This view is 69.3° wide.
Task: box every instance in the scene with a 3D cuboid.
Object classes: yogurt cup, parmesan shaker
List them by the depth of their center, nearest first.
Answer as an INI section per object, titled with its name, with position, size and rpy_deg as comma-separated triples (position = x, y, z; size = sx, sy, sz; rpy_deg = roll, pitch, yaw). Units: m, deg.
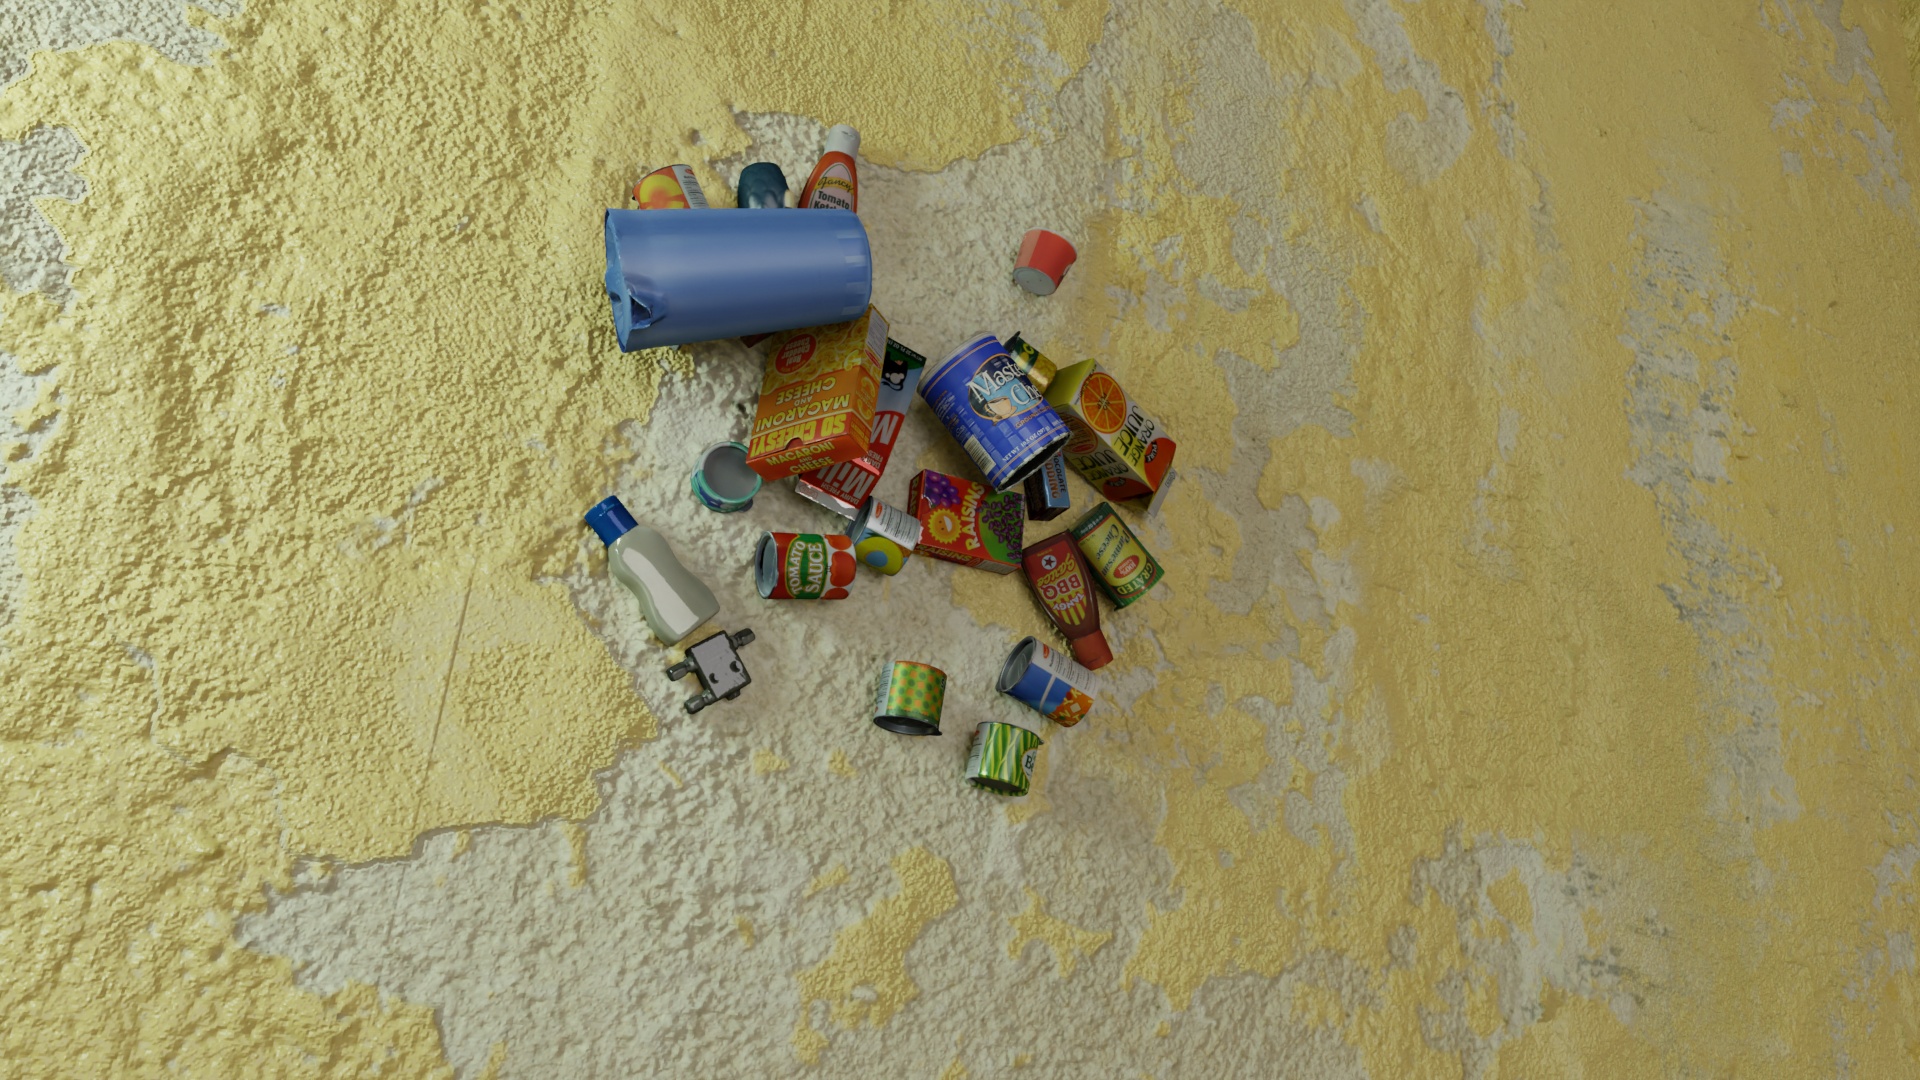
[parmesan shaker]
position = 0.165, 0.018, 1.530
size = 0.103, 0.071, 0.071
rpy_deg = 50, 59, -4
[yogurt cup]
position = 0.095, -0.321, 1.606
size = 0.072, 0.072, 0.054
rpy_deg = 29, 71, -16

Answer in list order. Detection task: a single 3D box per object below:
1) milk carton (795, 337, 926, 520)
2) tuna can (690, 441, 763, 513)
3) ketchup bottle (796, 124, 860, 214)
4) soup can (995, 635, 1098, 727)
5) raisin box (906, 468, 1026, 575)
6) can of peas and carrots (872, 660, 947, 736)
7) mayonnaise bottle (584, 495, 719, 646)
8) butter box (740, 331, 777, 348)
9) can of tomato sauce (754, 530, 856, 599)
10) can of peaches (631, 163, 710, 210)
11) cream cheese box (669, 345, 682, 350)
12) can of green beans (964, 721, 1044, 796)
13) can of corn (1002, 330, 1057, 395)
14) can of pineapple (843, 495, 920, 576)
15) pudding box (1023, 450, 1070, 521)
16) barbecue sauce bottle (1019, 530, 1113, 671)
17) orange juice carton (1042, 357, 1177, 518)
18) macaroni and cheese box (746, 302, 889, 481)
[milk carton]
position = -0.107, -0.116, 1.431
size = 0.072, 0.073, 0.191
rpy_deg = 27, 64, -17
[tuna can]
position = -0.229, -0.061, 1.375
size = 0.071, 0.032, 0.071
rpy_deg = 8, 70, -24
[ketchup bottle]
position = -0.140, -0.385, 1.520
size = 0.065, 0.043, 0.149
rpy_deg = 18, 66, -20
[soup can]
position = 0.090, 0.150, 1.450
size = 0.084, 0.071, 0.071
rpy_deg = 31, 63, -16
[raisin box]
position = 0.005, -0.019, 1.475
size = 0.123, 0.040, 0.086
rpy_deg = 14, 69, -22
[can of peas and carrots]
position = -0.047, 0.157, 1.376
size = 0.071, 0.070, 0.059
rpy_deg = 18, 66, -21
[mayonnaise bottle]
position = -0.295, 0.025, 1.310
size = 0.065, 0.041, 0.148
rpy_deg = -39, 92, -32
[butter box]
position = -0.180, -0.241, 1.447
size = 0.104, 0.053, 0.024
rpy_deg = -37, 94, -30
[can of tomato sauce]
position = -0.152, 0.026, 1.364
size = 0.083, 0.071, 0.071
rpy_deg = 2, 73, -27
[can of peaches]
position = -0.294, -0.341, 1.417
size = 0.071, 0.071, 0.058
rpy_deg = -24, 86, -31
[cream cheese box]
position = -0.266, -0.245, 1.405
size = 0.024, 0.053, 0.104
rpy_deg = 32, 62, -10
[can of green beans]
position = 0.042, 0.221, 1.400
size = 0.071, 0.071, 0.058
rpy_deg = 23, 66, -19
[can of corn]
position = 0.067, -0.188, 1.544
size = 0.058, 0.071, 0.071
rpy_deg = 36, 62, -14
[can of pineapple]
position = -0.082, -0.003, 1.413
size = 0.058, 0.070, 0.071
rpy_deg = 27, 64, -17
[pudding box]
position = 0.093, -0.068, 1.529
size = 0.030, 0.049, 0.084
rpy_deg = -1, 74, -25
[barbecue sauce bottle]
position = 0.119, 0.068, 1.496
size = 0.065, 0.044, 0.148
rpy_deg = -24, 92, 10
[orange juice carton]
position = 0.172, -0.109, 1.557
size = 0.192, 0.073, 0.072
rpy_deg = 42, 59, -25
[macaroni and cheese box]
position = -0.141, -0.148, 1.379
size = 0.040, 0.123, 0.167
rpy_deg = 47, 39, -45
